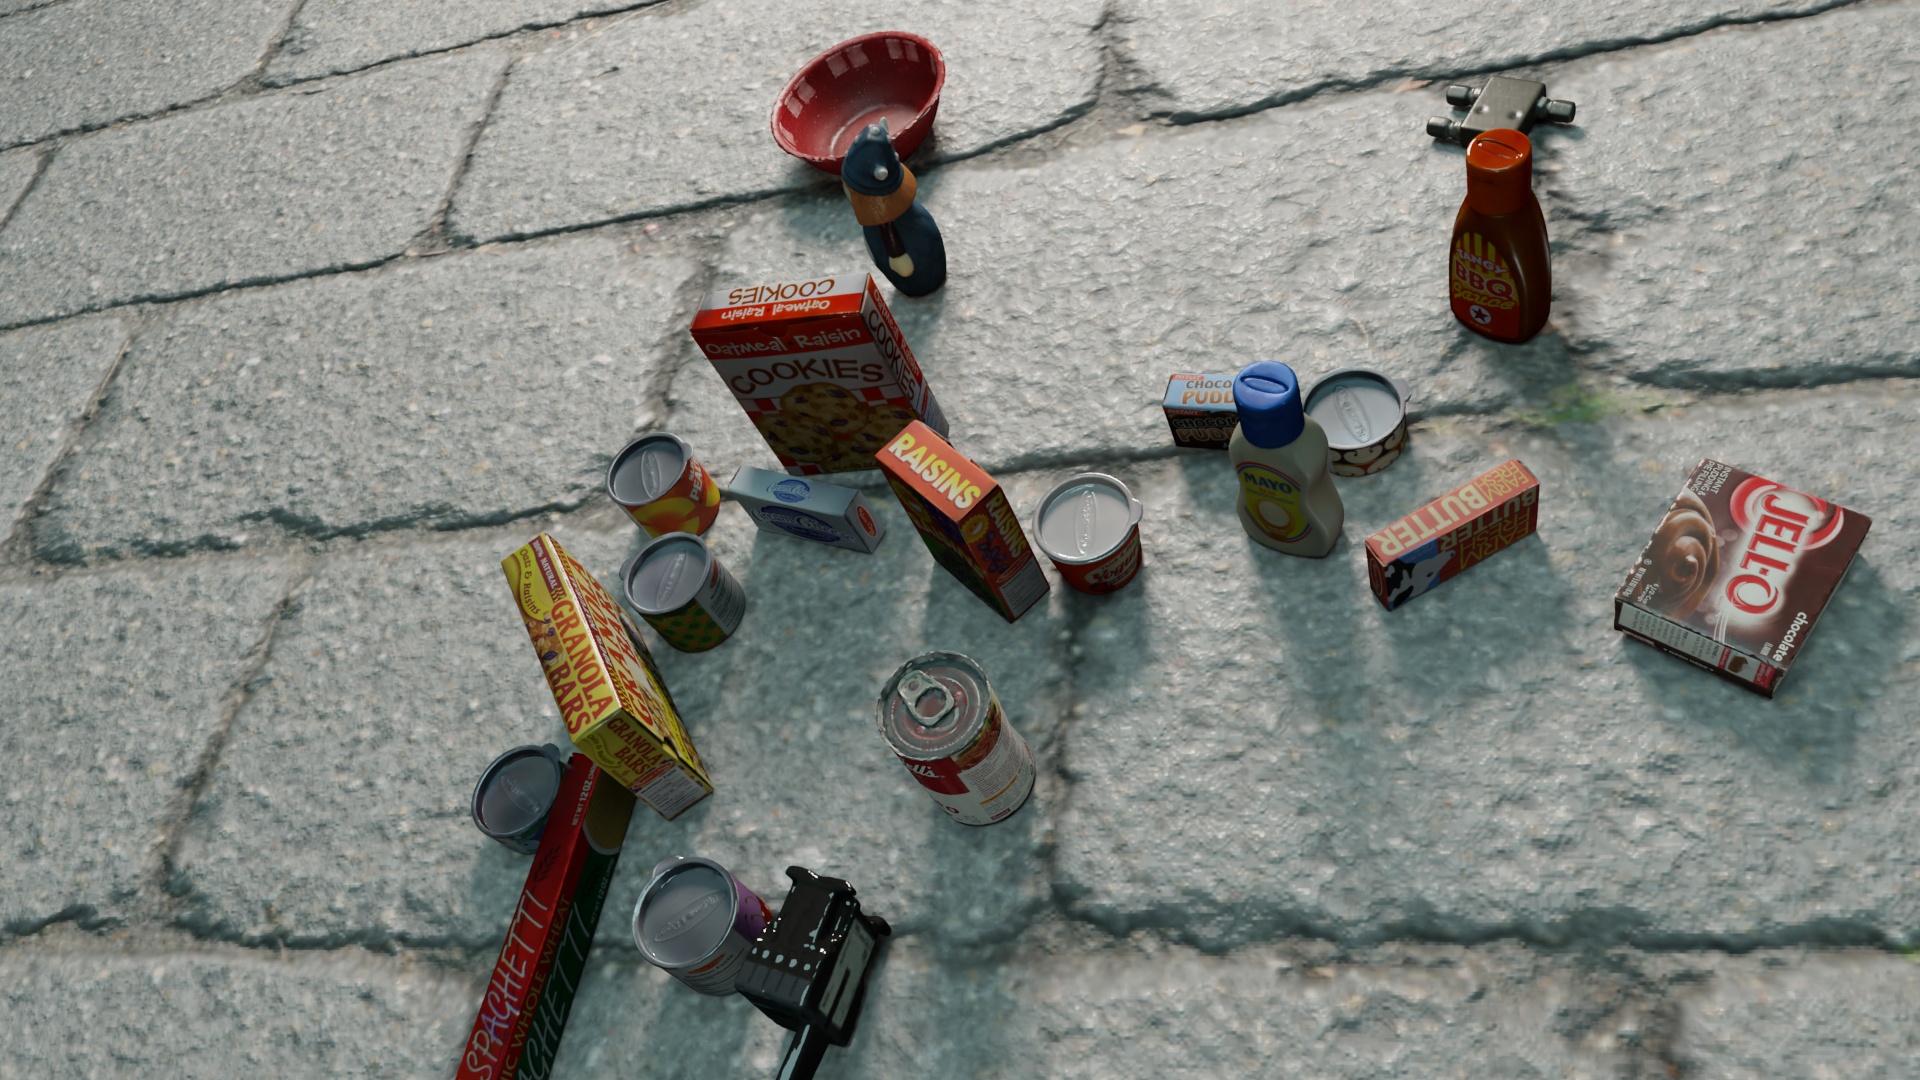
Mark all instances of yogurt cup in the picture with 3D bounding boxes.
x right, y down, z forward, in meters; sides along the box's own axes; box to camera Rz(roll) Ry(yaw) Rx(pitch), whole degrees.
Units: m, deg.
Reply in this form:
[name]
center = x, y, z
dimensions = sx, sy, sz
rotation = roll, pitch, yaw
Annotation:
[yogurt cup]
center = 0.085, -0.002, 0.893
dimensions = 0.072, 0.053, 0.073
rotation = -10, 54, 14

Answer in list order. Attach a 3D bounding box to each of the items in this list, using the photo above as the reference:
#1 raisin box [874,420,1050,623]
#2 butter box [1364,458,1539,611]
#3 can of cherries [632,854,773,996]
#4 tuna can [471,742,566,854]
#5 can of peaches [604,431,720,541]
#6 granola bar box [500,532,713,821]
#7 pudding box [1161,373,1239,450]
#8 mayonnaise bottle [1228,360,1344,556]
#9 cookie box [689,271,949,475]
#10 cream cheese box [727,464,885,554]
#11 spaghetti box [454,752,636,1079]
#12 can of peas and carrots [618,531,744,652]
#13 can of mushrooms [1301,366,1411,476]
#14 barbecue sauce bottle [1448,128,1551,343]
[raisin box]
center = 0.003, -0.011, 0.886
dimensions = 0.040, 0.123, 0.086
rotation = -42, 53, -10
[butter box]
center = 0.289, -0.003, 0.817
dimensions = 0.103, 0.053, 0.024
rotation = -29, 52, 0
[can of cherries]
center = -0.151, 0.227, 0.822
dimensions = 0.071, 0.058, 0.072
rotation = -10, 54, 14
[tuna can]
center = -0.287, 0.171, 0.928
dimensions = 0.071, 0.032, 0.071
rotation = -10, 54, 14
[can of peaches]
center = -0.218, -0.038, 1.030
dimensions = 0.071, 0.058, 0.071
rotation = -10, 54, 14
[granola bar box]
center = -0.230, 0.088, 0.906
dimensions = 0.039, 0.123, 0.166
rotation = -34, 52, -3
[pudding box]
center = 0.180, -0.084, 0.916
dimensions = 0.084, 0.049, 0.030
rotation = 6, 60, 25
[mayonnaise bottle]
center = 0.189, -0.047, 0.825
dimensions = 0.065, 0.147, 0.041
rotation = 19, 66, 31
[cookie box]
center = -0.093, -0.110, 0.963
dimensions = 0.123, 0.166, 0.040
rotation = -4, 56, 19
[cream cheese box]
center = -0.109, -0.022, 0.981
dimensions = 0.104, 0.053, 0.024
rotation = 13, 63, 28
[spaghetti box]
center = -0.255, 0.255, 0.848
dimensions = 0.028, 0.050, 0.251
rotation = -1, 57, 21
[can of peas and carrots]
center = -0.194, 0.037, 0.969
dimensions = 0.071, 0.058, 0.071
rotation = -10, 54, 14
[can of mushrooms]
center = 0.255, -0.077, 0.893
dimensions = 0.071, 0.033, 0.071
rotation = -10, 54, 14
[barbecue sauce bottle]
center = 0.336, -0.189, 0.867
dimensions = 0.044, 0.148, 0.065
rotation = -45, 53, -12
